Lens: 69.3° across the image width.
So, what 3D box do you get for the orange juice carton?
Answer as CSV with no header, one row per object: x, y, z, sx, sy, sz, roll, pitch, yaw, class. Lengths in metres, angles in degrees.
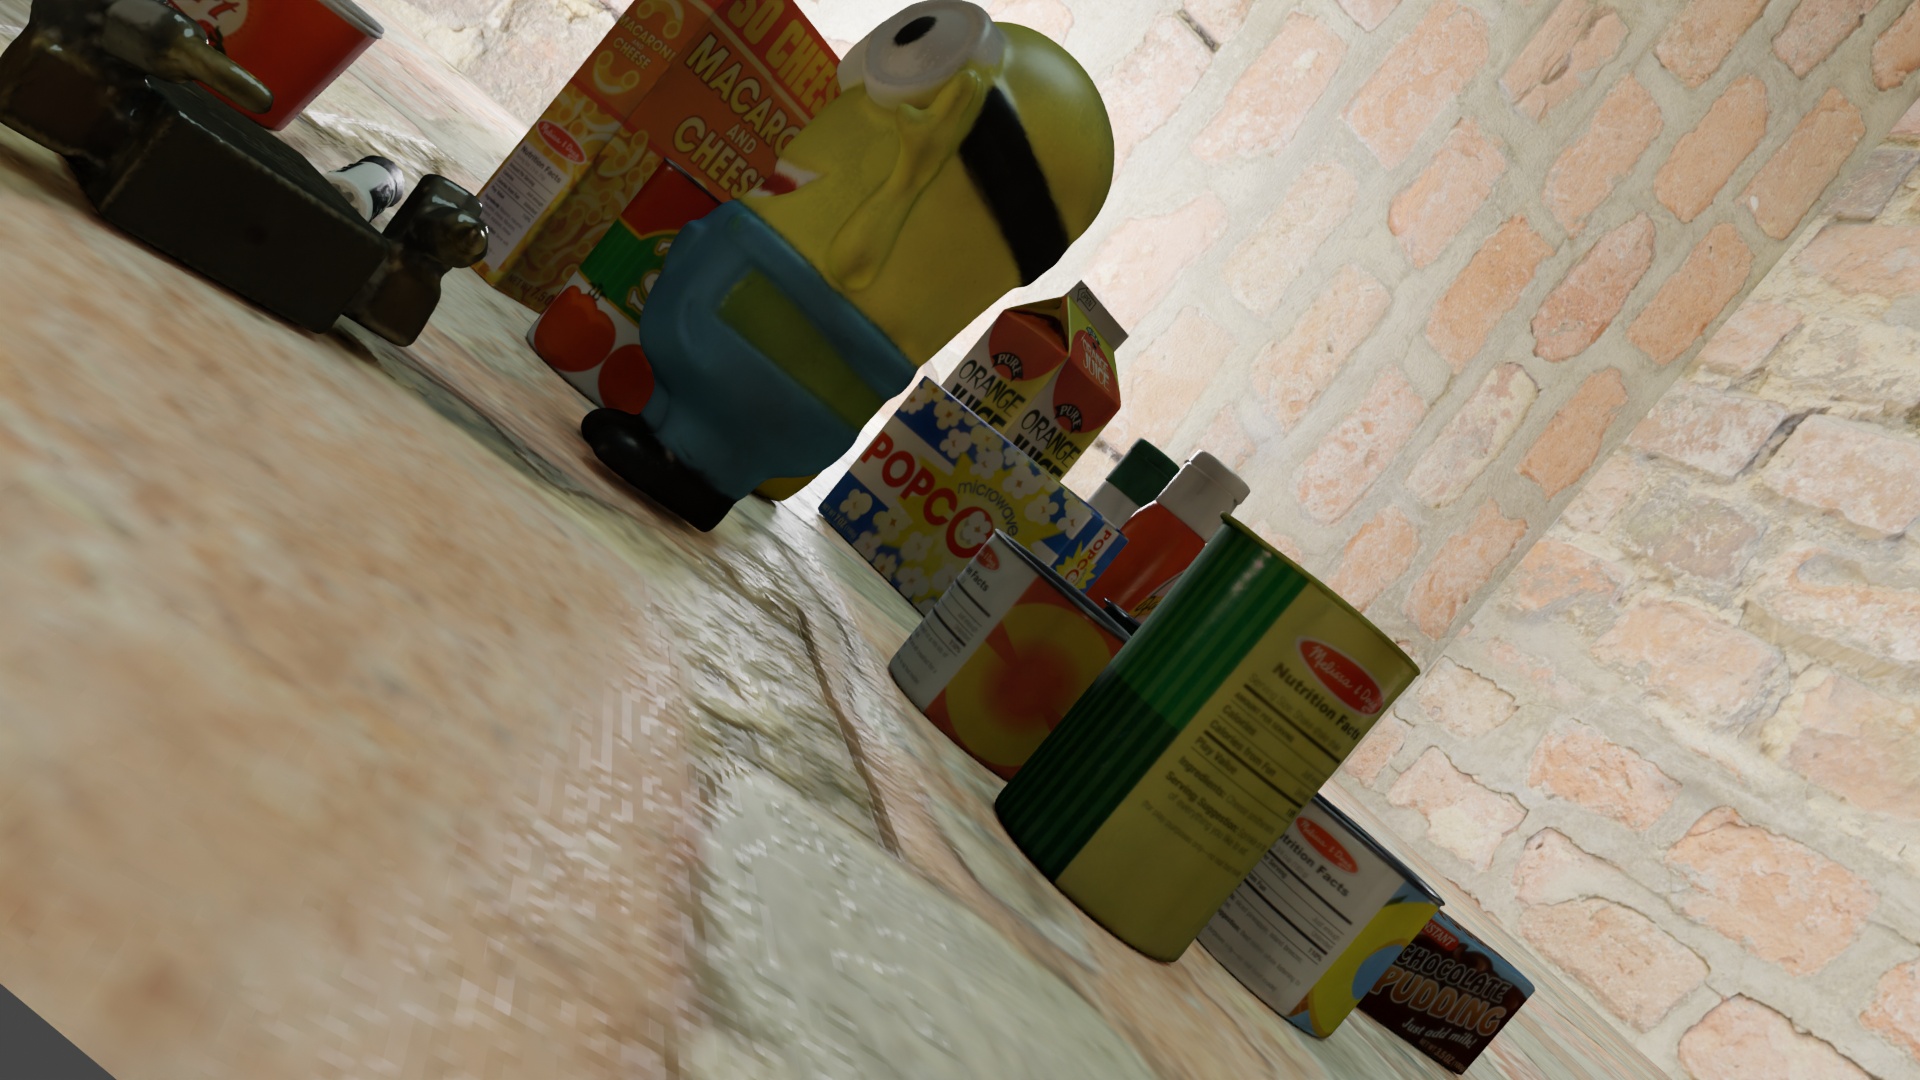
0.031,-0.074,0.884,0.073,0.192,0.071,42,4,42,orange juice carton

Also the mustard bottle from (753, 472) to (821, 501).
-0.044,-0.090,0.576,0.049,0.160,0.065,41,3,17,mustard bottle

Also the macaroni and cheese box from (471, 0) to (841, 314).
-0.125,-0.163,0.604,0.040,0.166,0.123,41,3,21,macaroni and cheese box

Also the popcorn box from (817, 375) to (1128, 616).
0.002,-0.008,0.641,0.127,0.085,0.038,42,4,35,popcorn box

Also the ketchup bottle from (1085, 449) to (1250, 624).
0.094,0.018,0.749,0.043,0.148,0.064,41,3,20,ketchup bottle

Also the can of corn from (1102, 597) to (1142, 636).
0.073,0.069,0.632,0.071,0.058,0.071,40,3,-3,can of corn

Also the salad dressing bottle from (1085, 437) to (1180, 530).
0.087,-0.002,0.932,0.044,0.147,0.064,41,3,23,salad dressing bottle

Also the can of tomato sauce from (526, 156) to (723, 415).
-0.107,-0.086,0.509,0.071,0.083,0.071,40,3,-3,can of tomato sauce

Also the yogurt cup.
-0.248,-0.182,0.487,0.072,0.054,0.072,40,3,-3,yogurt cup

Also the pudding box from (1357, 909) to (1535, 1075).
0.187,0.174,0.560,0.083,0.049,0.030,38,4,-27,pudding box

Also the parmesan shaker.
0.064,0.052,0.380,0.071,0.103,0.071,40,3,-3,parmesan shaker

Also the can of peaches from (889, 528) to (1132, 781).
0.021,0.040,0.452,0.071,0.058,0.071,40,3,-3,can of peaches

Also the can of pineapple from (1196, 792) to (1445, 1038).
0.111,0.115,0.447,0.071,0.058,0.071,40,3,-3,can of pineapple
